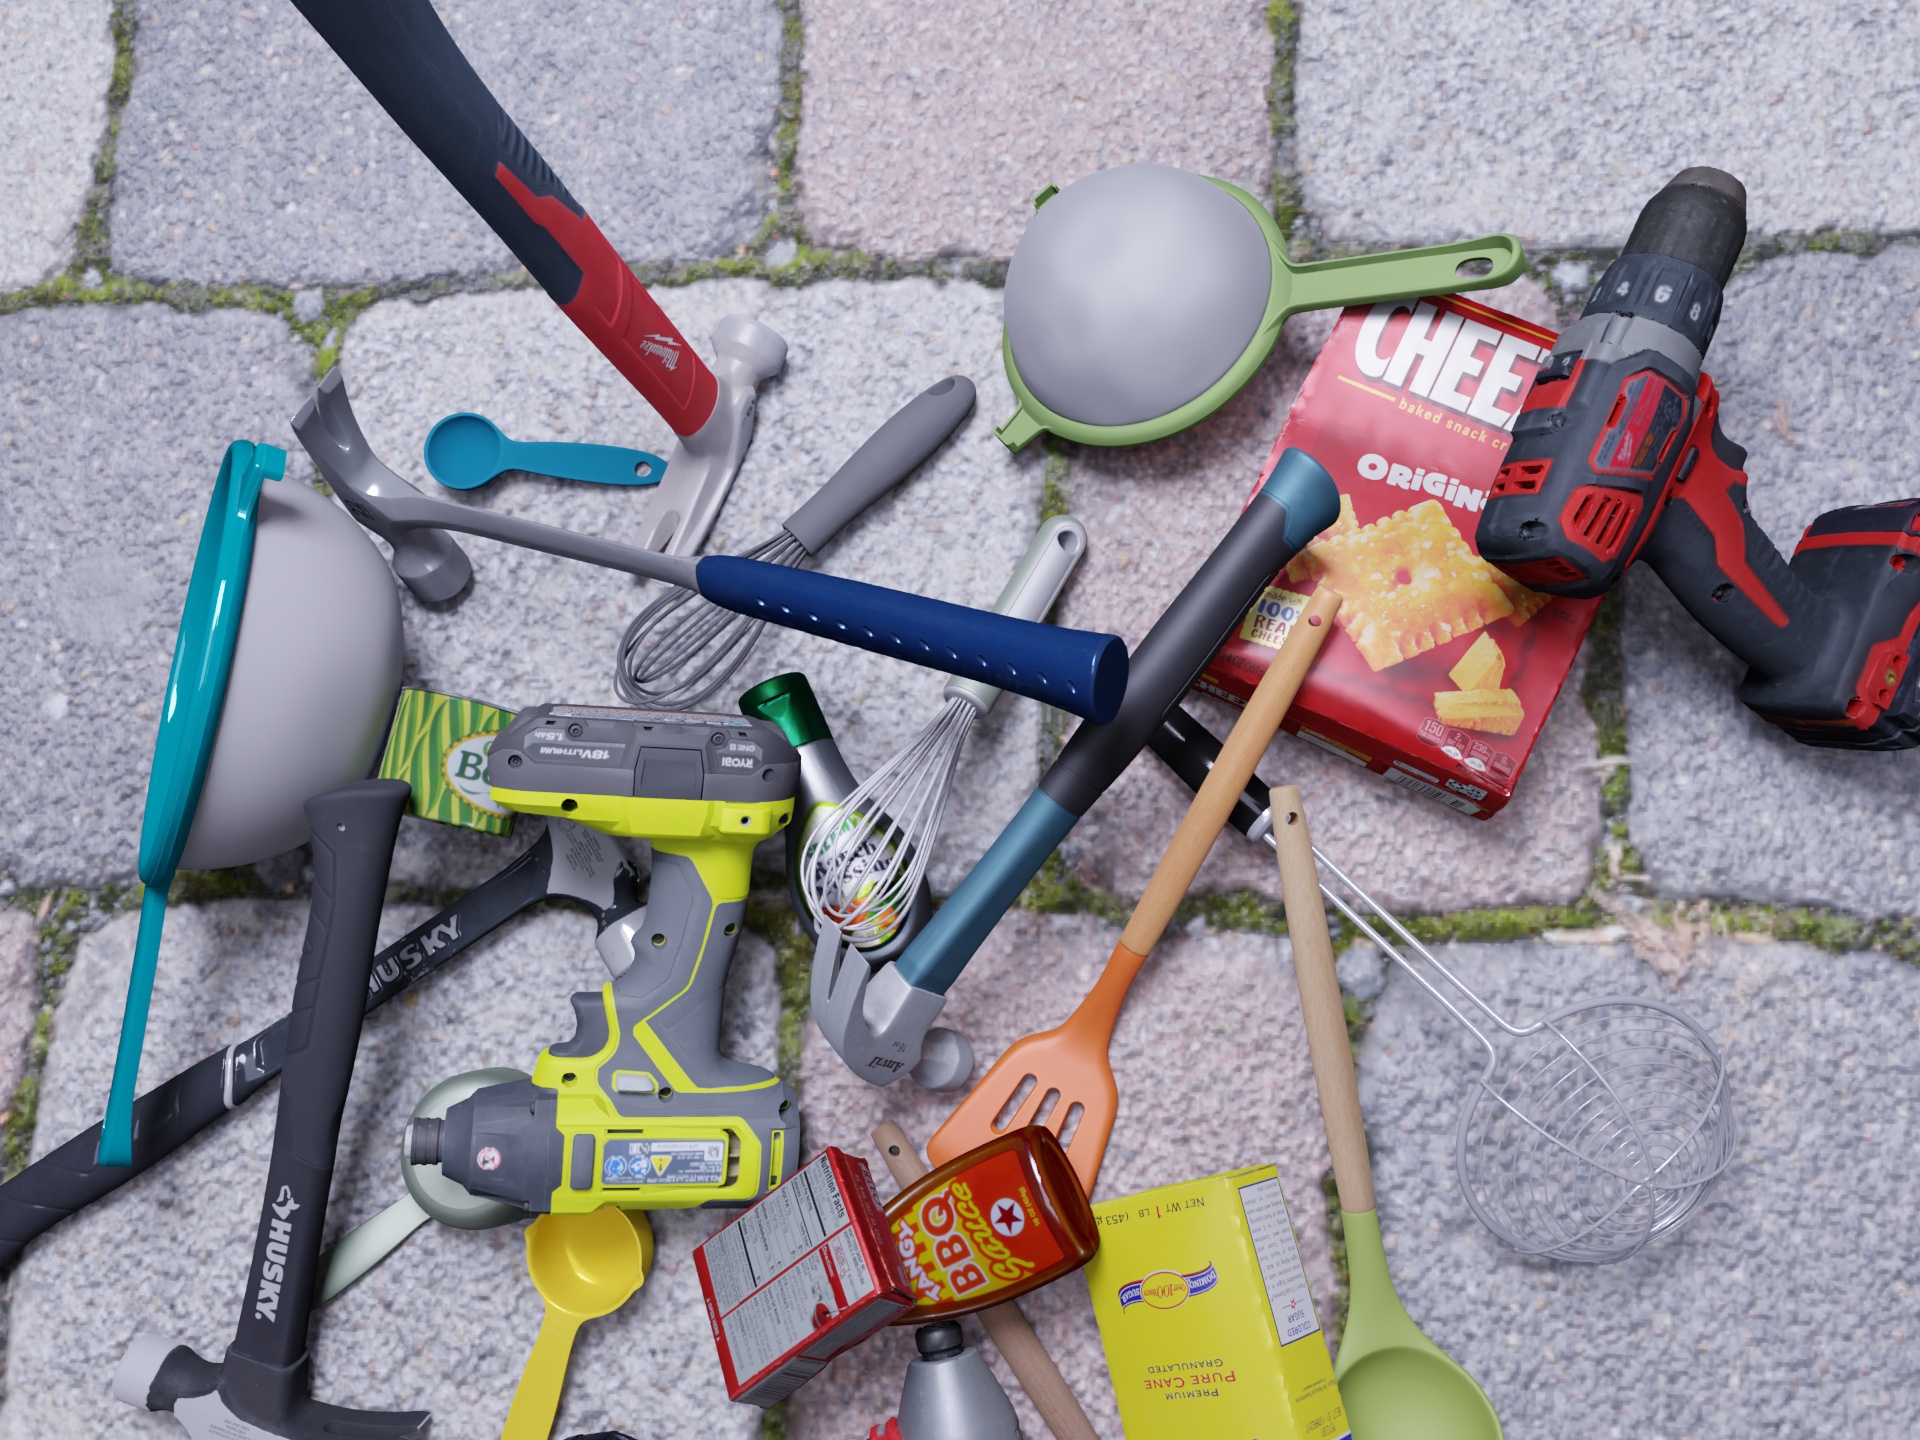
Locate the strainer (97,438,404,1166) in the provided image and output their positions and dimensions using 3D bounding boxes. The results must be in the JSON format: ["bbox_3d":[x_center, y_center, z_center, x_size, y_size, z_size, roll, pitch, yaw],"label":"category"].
[{"bbox_3d":[-0.331,0.043,0.756,0.095,0.211,0.340,11,87,-29],"label":"strainer"}]

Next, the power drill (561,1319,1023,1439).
[{"bbox_3d":[-0.075,0.355,0.701,0.219,0.078,0.143,-12,79,2],"label":"power drill"}]

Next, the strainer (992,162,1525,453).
[{"bbox_3d":[0.123,-0.211,0.736,0.256,0.069,0.151,1,72,30],"label":"strainer"}]

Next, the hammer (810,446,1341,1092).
[{"bbox_3d":[0.052,0.025,0.690,0.331,0.128,0.033,-52,52,6],"label":"hammer"}]

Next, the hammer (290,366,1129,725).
[{"bbox_3d":[-0.121,-0.067,0.698,0.406,0.143,0.035,15,63,24],"label":"hammer"}]

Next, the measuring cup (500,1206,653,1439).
[{"bbox_3d":[-0.188,0.295,0.754,0.062,0.029,0.156,20,94,10],"label":"measuring cup"}]

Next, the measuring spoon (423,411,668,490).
[{"bbox_3d":[-0.216,-0.135,0.837,0.128,0.021,0.042,6,80,-1],"label":"measuring spoon"}]

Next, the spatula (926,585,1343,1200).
[{"bbox_3d":[0.088,0.085,0.717,0.081,0.041,0.322,29,105,11],"label":"spatula"}]

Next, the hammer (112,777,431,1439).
[{"bbox_3d":[-0.292,0.185,0.725,0.146,0.035,0.334,15,101,8],"label":"hammer"}]

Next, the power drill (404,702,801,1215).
[{"bbox_3d":[-0.154,0.108,0.713,0.171,0.080,0.223,4,94,-13],"label":"power drill"}]

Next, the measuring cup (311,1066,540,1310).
[{"bbox_3d":[-0.266,0.233,0.761,0.167,0.038,0.083,-38,78,-3],"label":"measuring cup"}]

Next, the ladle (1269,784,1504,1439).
[{"bbox_3d":[0.170,0.186,0.682,0.078,0.062,0.320,-10,90,-5],"label":"ladle"}]

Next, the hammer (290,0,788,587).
[{"bbox_3d":[-0.166,-0.176,0.645,0.038,0.386,0.143,21,82,15],"label":"hammer"}]

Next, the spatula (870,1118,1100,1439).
[{"bbox_3d":[0.051,0.318,0.719,0.060,0.018,0.316,-34,79,-4],"label":"spatula"}]

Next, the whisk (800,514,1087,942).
[{"bbox_3d":[-0.001,-0.002,0.744,0.057,0.059,0.246,39,66,-18],"label":"whisk"}]

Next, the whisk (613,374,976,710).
[{"bbox_3d":[-0.080,-0.091,0.795,0.239,0.055,0.055,-44,78,-6],"label":"whisk"}]

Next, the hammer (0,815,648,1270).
[{"bbox_3d":[-0.346,0.160,0.787,0.409,0.036,0.149,-33,77,0],"label":"hammer"}]

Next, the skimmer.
[{"bbox_3d":[0.190,0.093,0.738,0.127,0.090,0.363,-47,68,5],"label":"skimmer"}]

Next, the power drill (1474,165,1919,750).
[{"bbox_3d":[0.341,-0.106,0.680,0.226,0.080,0.188,28,83,-18],"label":"power drill"}]
